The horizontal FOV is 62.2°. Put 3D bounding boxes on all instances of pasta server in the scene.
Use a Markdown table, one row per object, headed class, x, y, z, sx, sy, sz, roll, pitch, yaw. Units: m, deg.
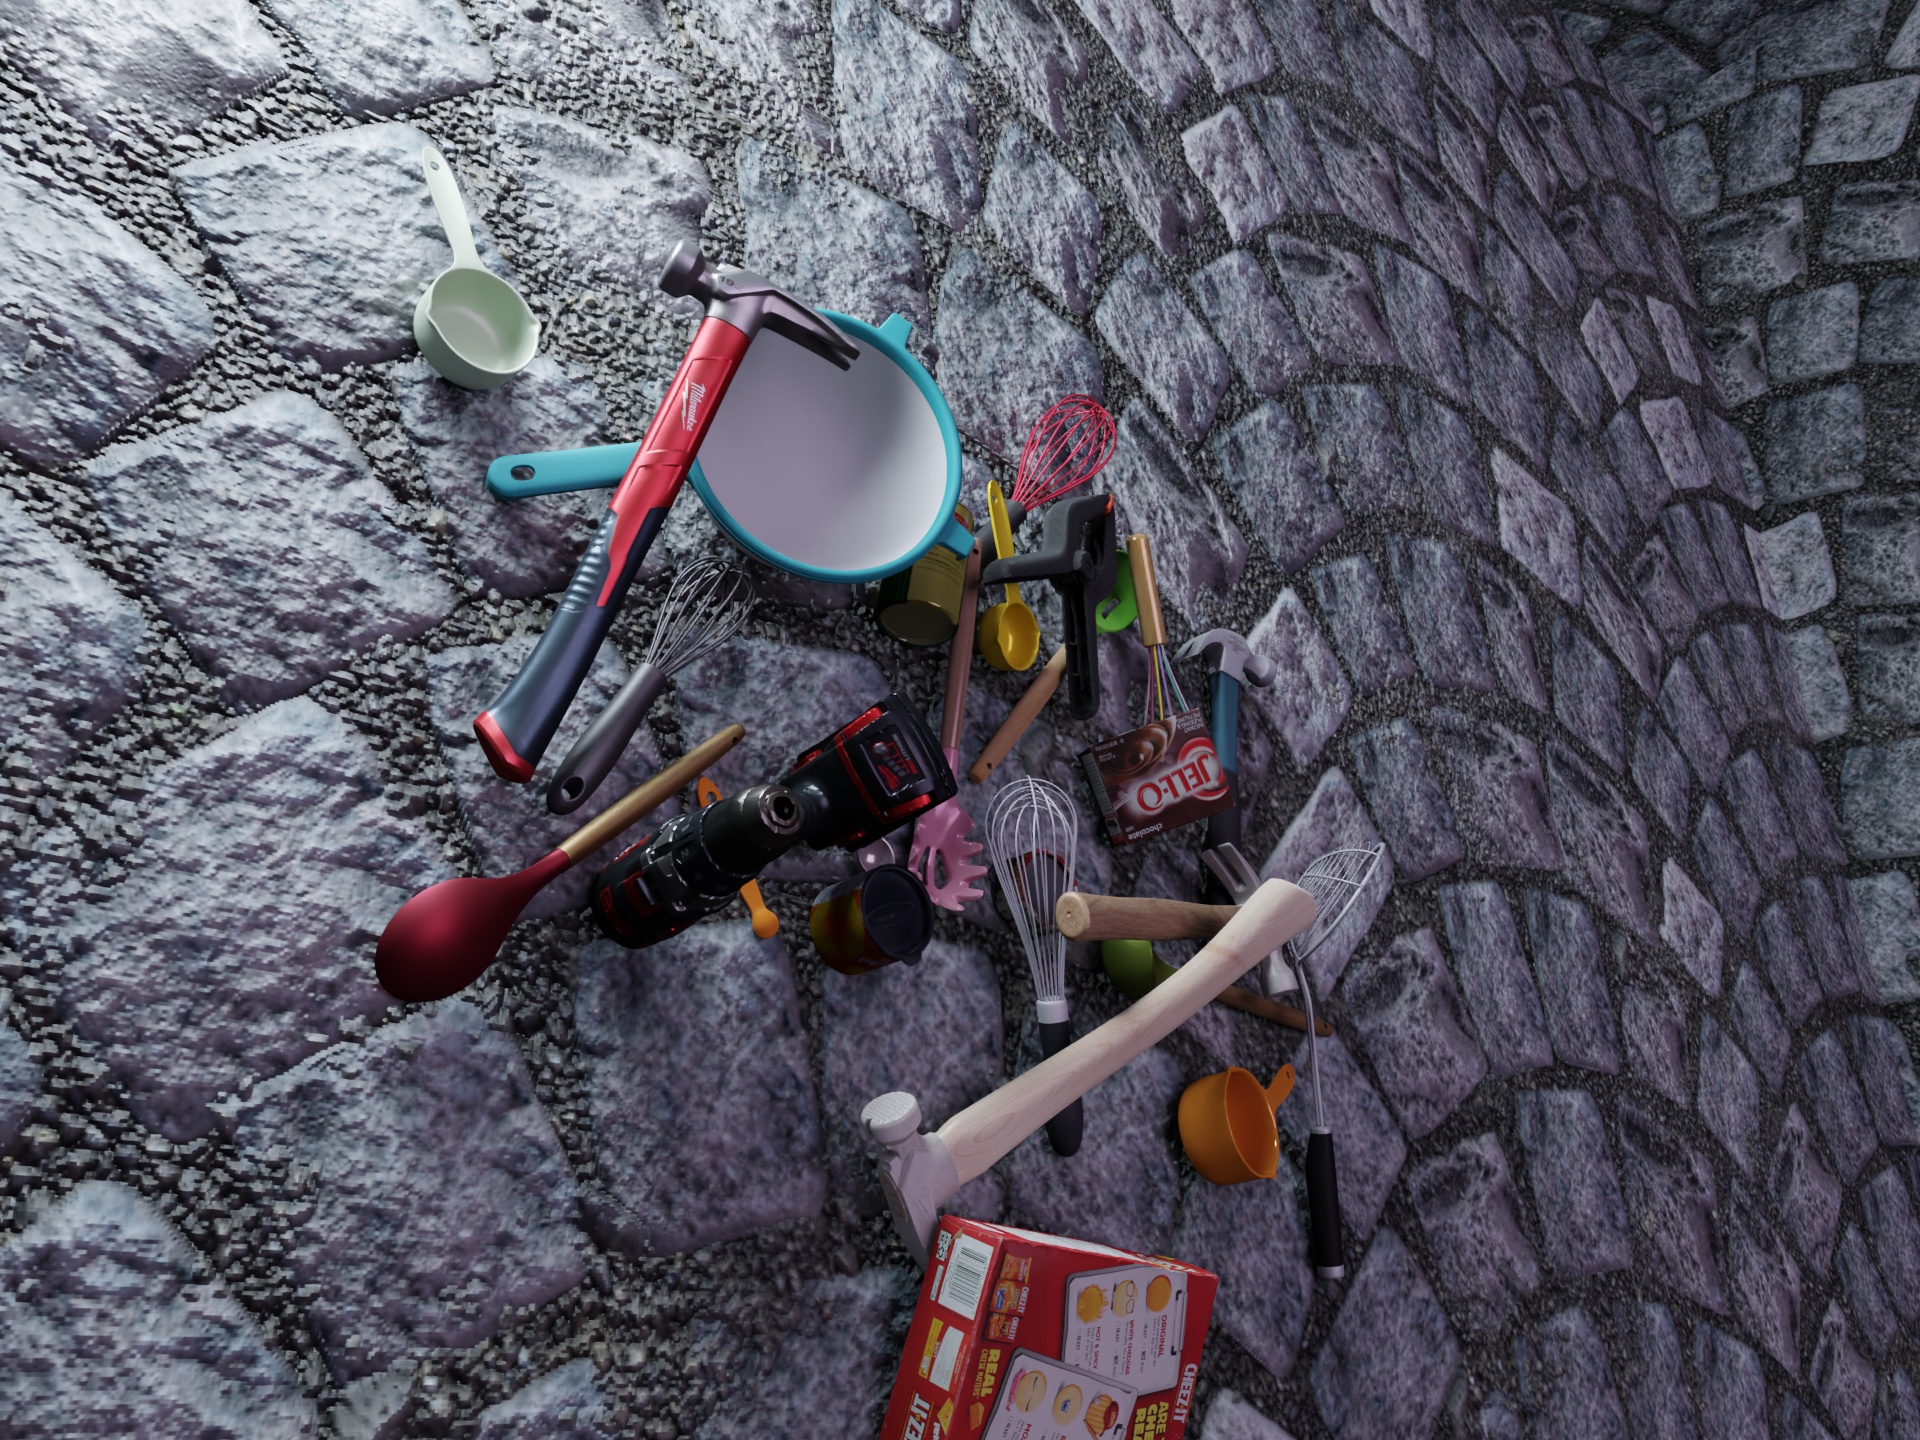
| class | x | y | z | sx | sy | sz | roll | pitch | yaw |
| --- | --- | --- | --- | --- | --- | --- | --- | --- | --- |
| pasta server | -0.002 | -0.004 | 1.217 | 0.060 | 0.040 | 0.316 | 18 | 64 | -25 |

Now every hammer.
| class | x | y | z | sx | sy | sz | roll | pitch | yaw |
| --- | --- | --- | --- | --- | --- | --- | --- | --- | --- |
| hammer | -0.194 | -0.128 | 1.027 | 0.143 | 0.038 | 0.386 | 27 | 67 | -14 |
| hammer | 0.242 | 0.062 | 1.451 | 0.128 | 0.033 | 0.331 | 28 | 54 | -34 |
| hammer | 0.171 | 0.154 | 1.247 | 0.331 | 0.031 | 0.130 | 12 | 57 | -54 |
| hammer | 0.115 | 0.236 | 1.133 | 0.410 | 0.038 | 0.146 | -28 | 110 | -31 |

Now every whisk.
| class | x | y | z | sx | sy | sz | roll | pitch | yaw |
| --- | --- | --- | --- | --- | --- | --- | --- | --- | --- |
| whisk | 0.055 | -0.192 | 1.369 | 0.073 | 0.073 | 0.296 | 50 | 51 | -16 |
| whisk | 0.176 | -0.045 | 1.405 | 0.047 | 0.051 | 0.245 | -6 | 84 | -38 |
| whisk | -0.202 | -0.026 | 1.045 | 0.055 | 0.055 | 0.239 | 45 | 50 | -20 |
| whisk | 0.064 | 0.181 | 1.174 | 0.070 | 0.070 | 0.284 | -9 | 94 | -47 |

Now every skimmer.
| class | x | y | z | sx | sy | sz | roll | pitch | yaw |
| --- | --- | --- | --- | --- | --- | --- | --- | --- | --- |
| skimmer | 0.333 | 0.287 | 1.363 | 0.127 | 0.090 | 0.363 | 63 | 24 | -81 |

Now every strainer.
| class | x | y | z | sx | sy | sz | roll | pitch | yaw |
| --- | --- | --- | --- | --- | --- | --- | --- | --- | --- |
| strainer | -0.167 | -0.174 | 1.127 | 0.340 | 0.095 | 0.211 | -11 | 79 | -26 |

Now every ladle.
| class | x | y | z | sx | sy | sz | roll | pitch | yaw |
| --- | --- | --- | --- | --- | --- | --- | --- | --- | --- |
| ladle | 0.231 | 0.227 | 1.348 | 0.319 | 0.062 | 0.078 | 25 | 48 | -39 |
| ladle | -0.228 | 0.074 | 0.977 | 0.315 | 0.031 | 0.069 | -41 | 133 | -50 |

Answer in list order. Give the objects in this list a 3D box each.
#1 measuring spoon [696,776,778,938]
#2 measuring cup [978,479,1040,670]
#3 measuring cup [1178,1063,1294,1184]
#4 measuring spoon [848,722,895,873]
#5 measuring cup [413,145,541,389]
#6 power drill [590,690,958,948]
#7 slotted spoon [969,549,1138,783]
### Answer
| class | x | y | z | sx | sy | sz | roll | pitch | yaw |
| --- | --- | --- | --- | --- | --- | --- | --- | --- | --- |
| measuring spoon | -0.148 | 0.091 | 1.063 | 0.021 | 0.011 | 0.117 | -22 | 87 | -48 |
| measuring cup | 0.030 | -0.117 | 1.301 | 0.062 | 0.029 | 0.156 | -13 | 95 | -53 |
| measuring cup | 0.231 | 0.322 | 1.312 | 0.173 | 0.052 | 0.095 | -17 | 84 | -62 |
| measuring spoon | -0.073 | 0.060 | 1.156 | 0.034 | 0.018 | 0.124 | 12 | 57 | -42 |
| measuring cup | -0.332 | -0.294 | 1.043 | 0.083 | 0.038 | 0.168 | -9 | 76 | -47 |
| power drill | -0.103 | 0.058 | 0.988 | 0.226 | 0.188 | 0.080 | -27 | 86 | -46 |
| slotted spoon | 0.081 | -0.047 | 1.347 | 0.070 | 0.031 | 0.314 | 54 | 45 | -17 |
